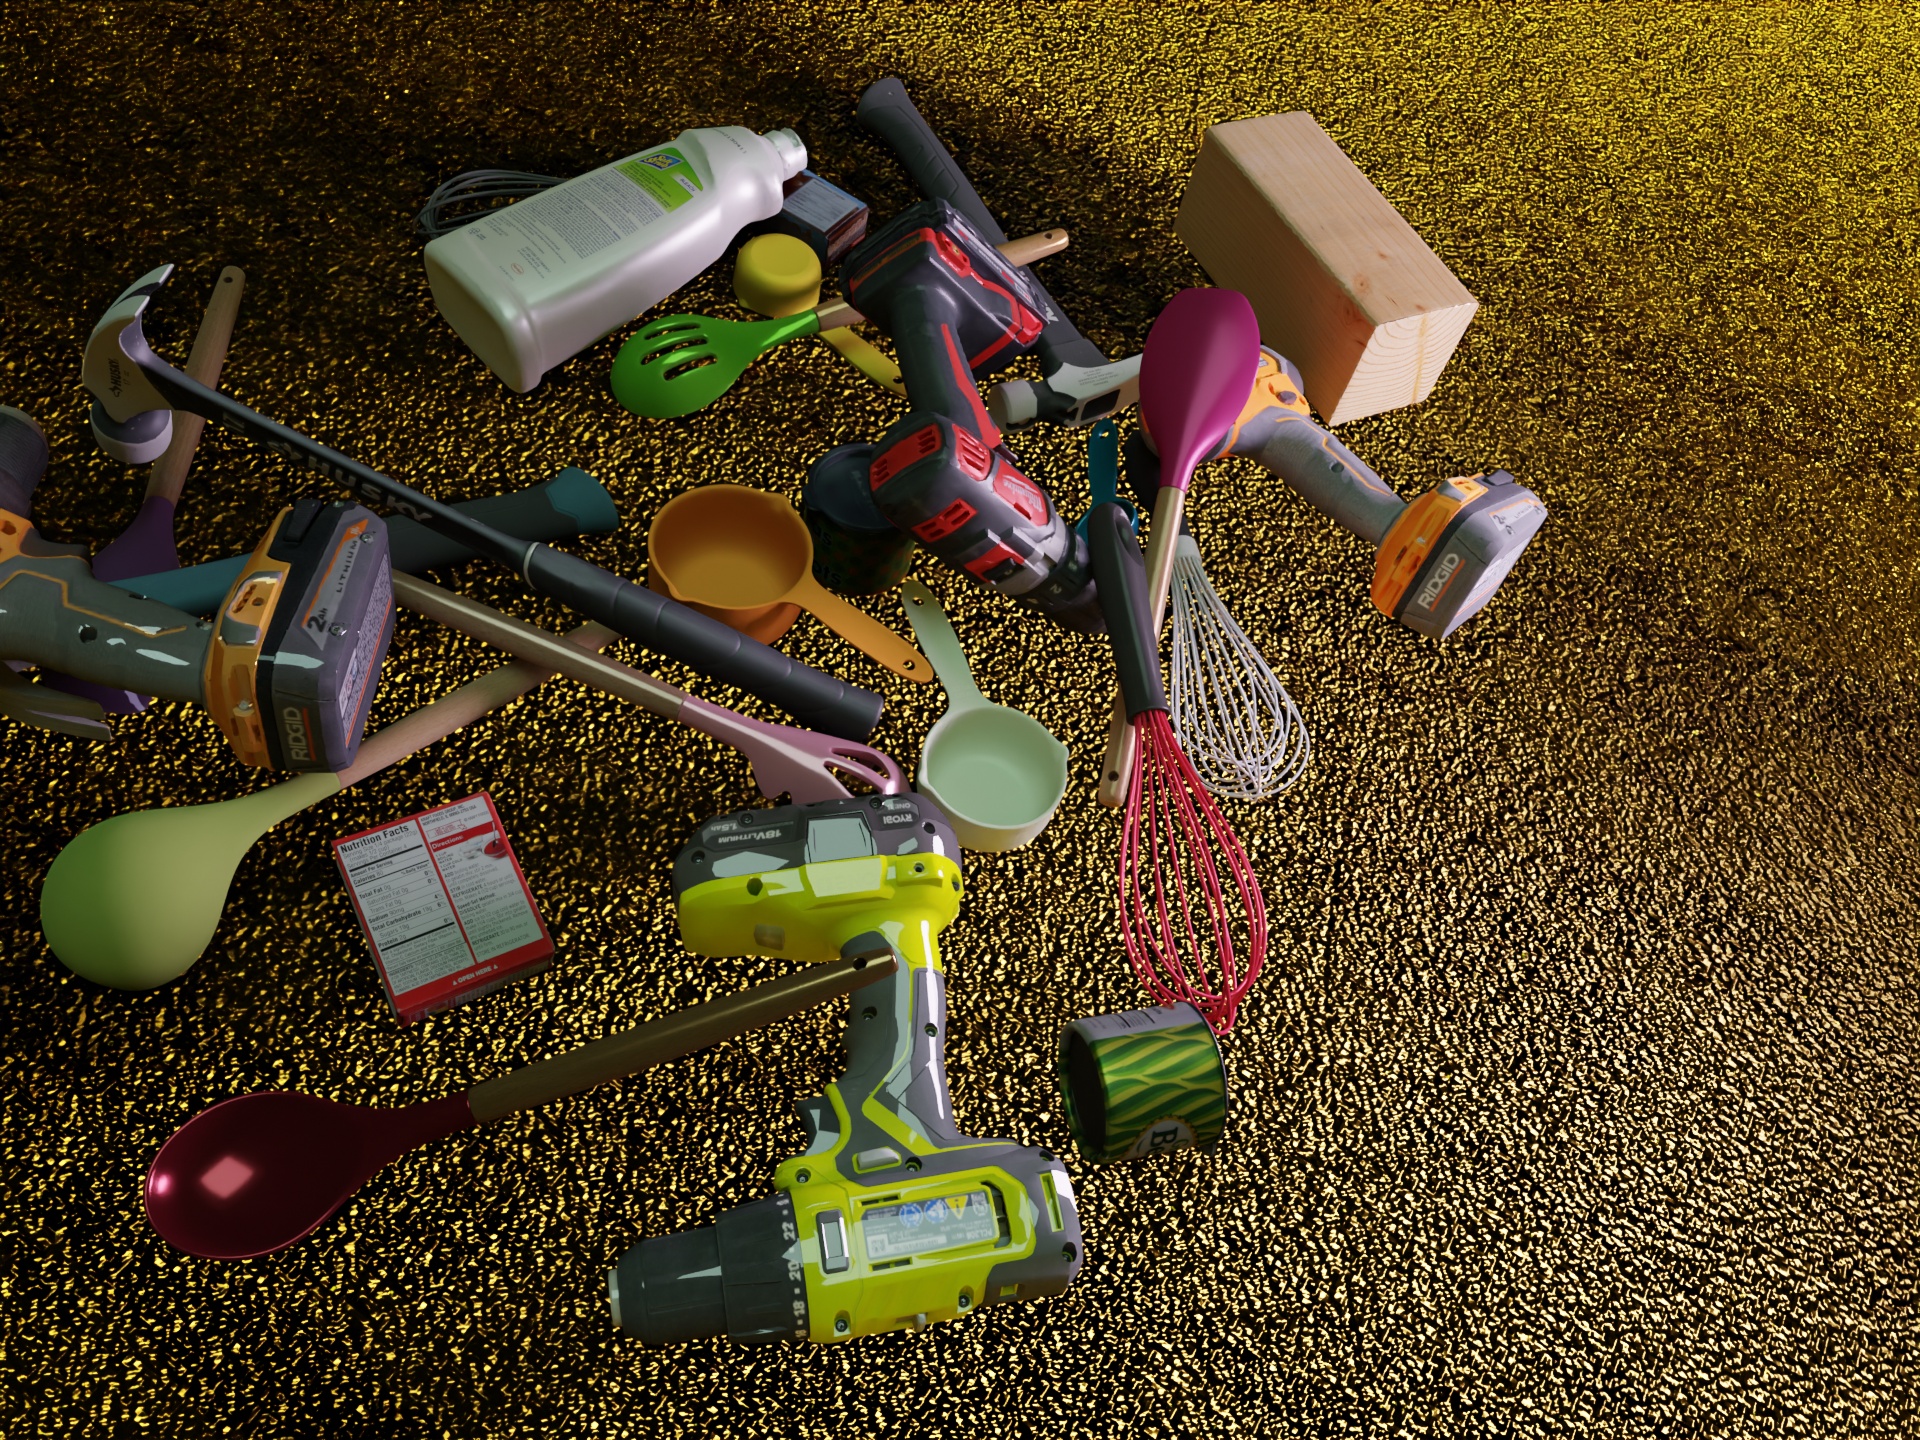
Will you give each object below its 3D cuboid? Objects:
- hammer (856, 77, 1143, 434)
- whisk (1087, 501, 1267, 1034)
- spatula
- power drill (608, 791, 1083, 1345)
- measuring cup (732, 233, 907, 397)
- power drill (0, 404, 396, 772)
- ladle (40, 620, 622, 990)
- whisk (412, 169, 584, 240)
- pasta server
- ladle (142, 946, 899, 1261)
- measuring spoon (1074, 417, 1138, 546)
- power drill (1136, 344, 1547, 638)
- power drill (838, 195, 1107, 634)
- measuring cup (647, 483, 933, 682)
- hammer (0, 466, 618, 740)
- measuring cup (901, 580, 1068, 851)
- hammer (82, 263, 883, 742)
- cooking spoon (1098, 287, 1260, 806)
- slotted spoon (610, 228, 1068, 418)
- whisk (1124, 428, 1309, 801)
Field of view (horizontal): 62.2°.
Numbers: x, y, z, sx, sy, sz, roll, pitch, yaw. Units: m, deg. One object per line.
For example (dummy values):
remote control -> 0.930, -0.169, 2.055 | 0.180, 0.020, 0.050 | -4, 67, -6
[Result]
hammer -> 0.020, -0.330, 1.085 | 0.146, 0.035, 0.335 | -18, 61, -23
whisk -> 0.100, 0.016, 0.815 | 0.073, 0.073, 0.296 | -3, 66, -14
spatula -> -0.428, -0.136, 0.857 | 0.059, 0.018, 0.316 | 6, 55, -12
power drill -> -0.063, 0.155, 0.699 | 0.190, 0.080, 0.229 | -6, 59, -11
measuring cup -> -0.083, -0.259, 1.014 | 0.157, 0.029, 0.062 | 41, 57, 18
power drill -> -0.382, -0.066, 0.727 | 0.226, 0.084, 0.186 | 6, 48, -9
ladle -> -0.282, 0.021, 0.773 | 0.078, 0.062, 0.320 | 45, 51, 13
whisk -> -0.240, -0.345, 1.032 | 0.239, 0.055, 0.055 | -27, 65, -31
pasta server -> -0.166, -0.013, 0.802 | 0.316, 0.040, 0.060 | 23, 52, -1
ladle -> -0.176, 0.149, 0.657 | 0.315, 0.031, 0.069 | -18, 62, -3
measuring spoon -> 0.092, -0.141, 0.979 | 0.042, 0.021, 0.129 | -21, 41, 25
power drill -> 0.235, -0.154, 0.974 | 0.227, 0.084, 0.164 | 37, 35, 18
power drill -> 0.017, -0.162, 0.899 | 0.187, 0.080, 0.227 | 32, 39, -44
measuring cup -> -0.091, -0.056, 0.857 | 0.174, 0.052, 0.095 | 33, 55, 9
hammer -> -0.339, -0.080, 0.818 | 0.331, 0.033, 0.128 | -18, 67, -27
measuring cup -> -0.001, -0.003, 0.849 | 0.083, 0.038, 0.168 | -11, 57, -20
hammer -> -0.223, -0.087, 0.779 | 0.408, 0.149, 0.036 | 26, 63, -14
cooking spoon -> 0.114, -0.105, 0.890 | 0.069, 0.017, 0.319 | 8, 74, 16
slotted spoon -> -0.069, -0.260, 0.994 | 0.313, 0.031, 0.070 | -23, 69, -18
whisk -> 0.136, -0.071, 0.919 | 0.070, 0.070, 0.285 | -1, 51, -13
